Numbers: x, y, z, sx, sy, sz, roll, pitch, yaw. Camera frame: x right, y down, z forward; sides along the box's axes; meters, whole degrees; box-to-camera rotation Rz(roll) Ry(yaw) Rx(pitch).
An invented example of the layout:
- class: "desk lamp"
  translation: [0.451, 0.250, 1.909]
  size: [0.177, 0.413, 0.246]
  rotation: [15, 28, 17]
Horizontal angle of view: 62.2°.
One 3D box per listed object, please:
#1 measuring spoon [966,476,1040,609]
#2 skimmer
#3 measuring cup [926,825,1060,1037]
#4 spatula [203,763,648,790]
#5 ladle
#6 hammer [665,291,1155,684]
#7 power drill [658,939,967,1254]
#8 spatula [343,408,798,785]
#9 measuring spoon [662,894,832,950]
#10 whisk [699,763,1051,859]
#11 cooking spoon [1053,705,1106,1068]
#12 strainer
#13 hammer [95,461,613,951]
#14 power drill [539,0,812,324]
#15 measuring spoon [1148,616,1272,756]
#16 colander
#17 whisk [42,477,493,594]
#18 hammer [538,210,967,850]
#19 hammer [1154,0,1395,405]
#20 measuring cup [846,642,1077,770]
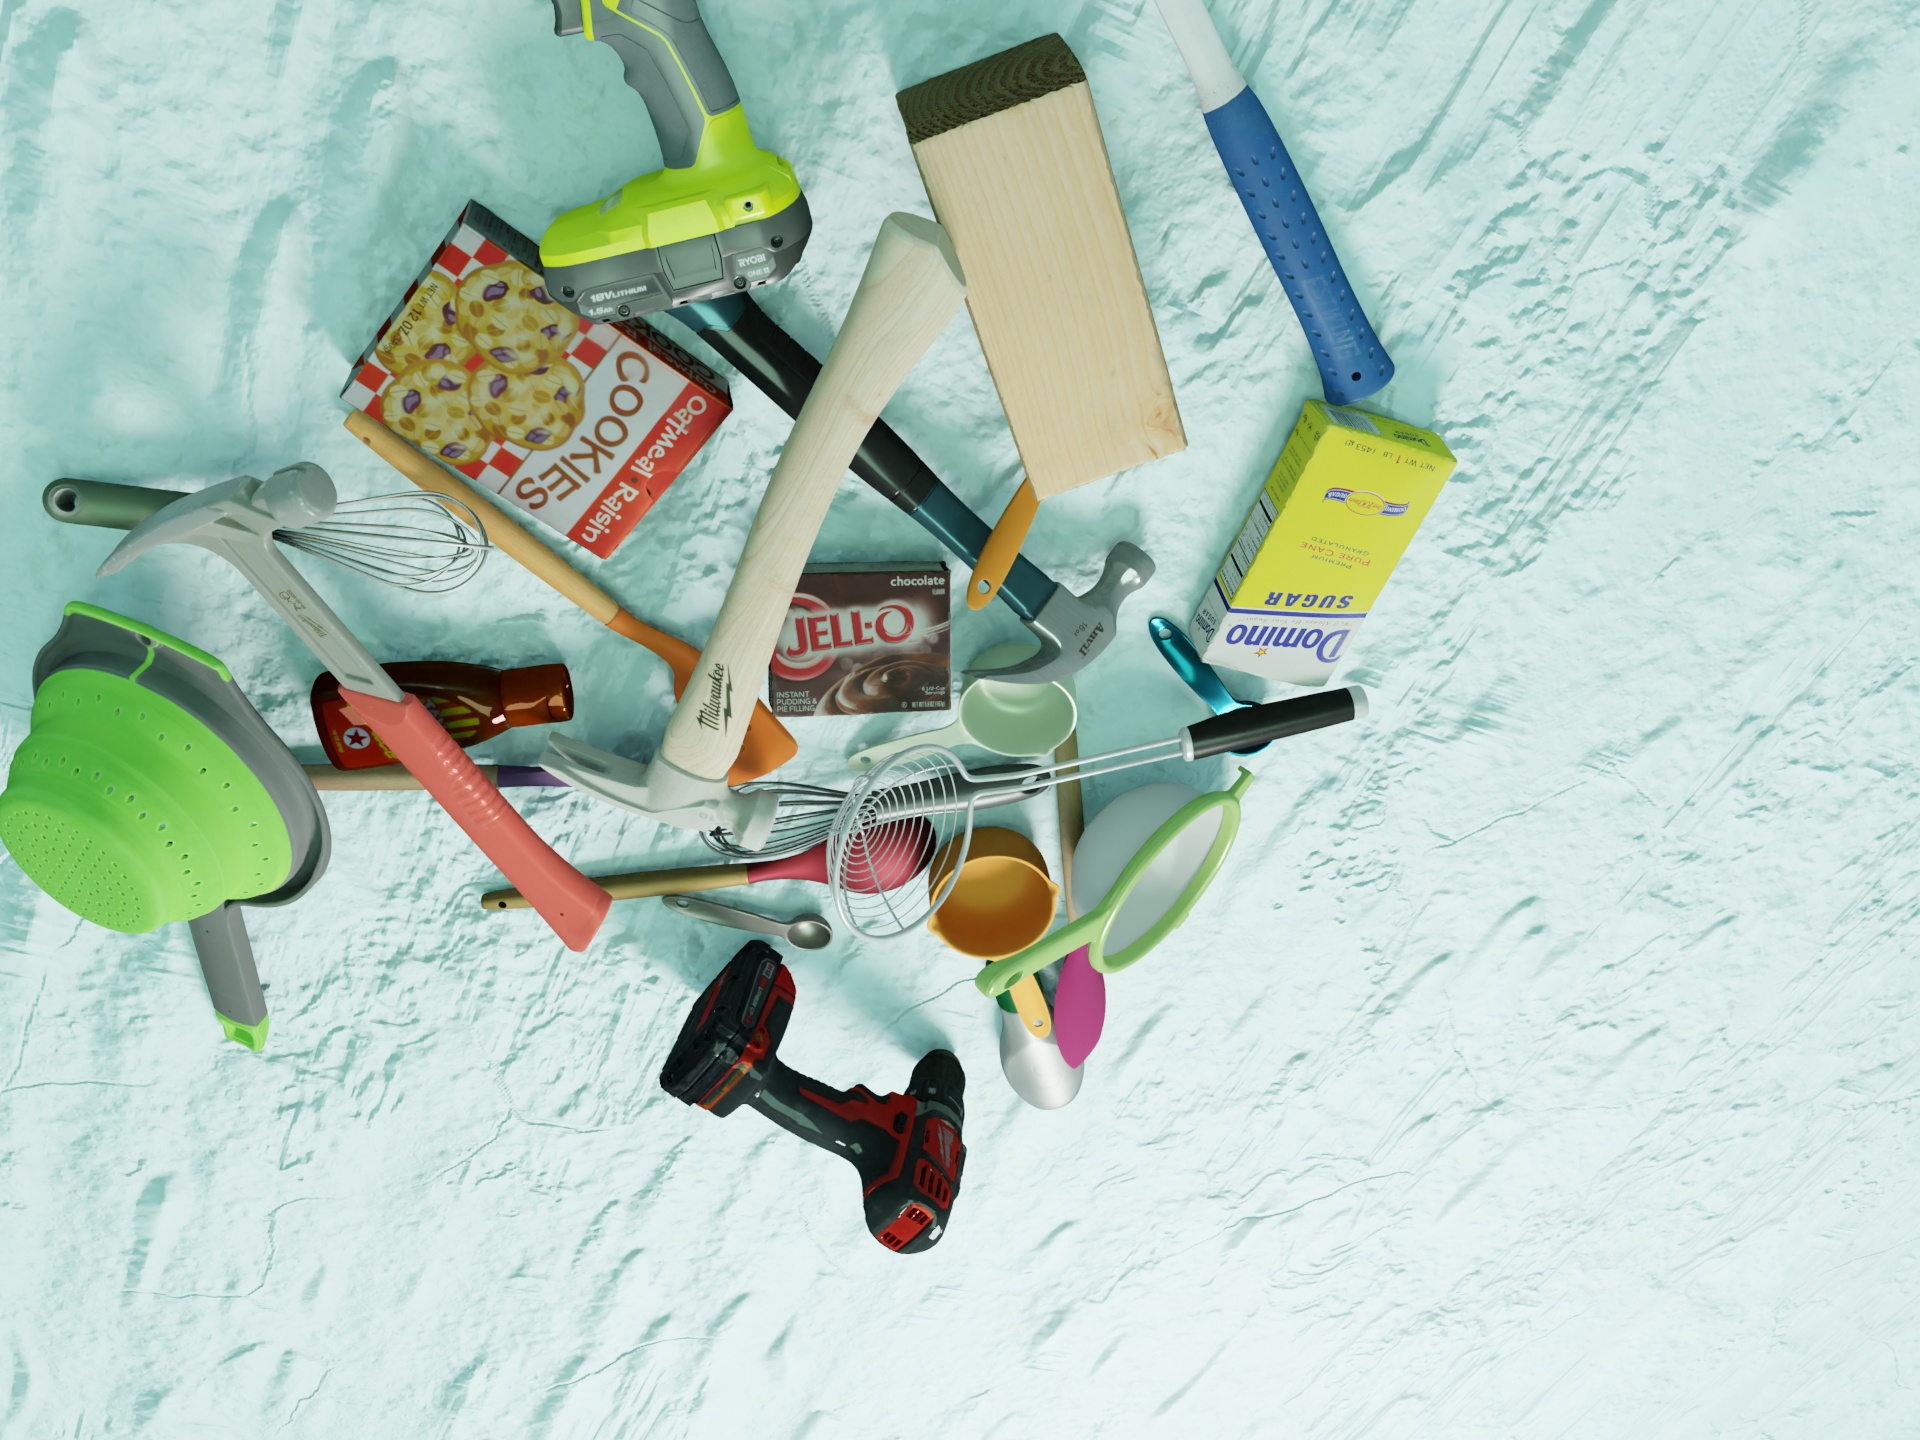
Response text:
- class: "measuring spoon"
  translation: [0.034, -0.116, 0.922]
  size: [0.021, 0.011, 0.117]
  rotation: [30, 84, -26]
- class: "skimmer"
  translation: [0.092, 0.045, 0.994]
  size: [0.363, 0.090, 0.127]
  rotation: [-13, 123, -5]
- class: "measuring cup"
  translation: [0.033, 0.151, 1.134]
  size: [0.095, 0.052, 0.173]
  rotation: [-18, 121, 4]
- class: "spatula"
  translation: [-0.322, 0.036, 1.018]
  size: [0.316, 0.018, 0.059]
  rotation: [0, 169, -5]
- class: "ladle"
  translation: [-0.172, 0.107, 1.098]
  size: [0.315, 0.031, 0.069]
  rotation: [-6, 121, -2]
- class: "hammer"
  translation: [-0.031, -0.139, 0.912]
  size: [0.330, 0.033, 0.128]
  rotation: [40, 81, -25]
- class: "power drill"
  translation: [-0.088, 0.260, 1.153]
  size: [0.226, 0.188, 0.080]
  rotation: [38, 114, -9]
- class: "spatula"
  translation: [-0.229, -0.071, 0.947]
  size: [0.081, 0.041, 0.322]
  rotation: [-24, 128, 40]
- class: "measuring spoon"
  translation: [-0.151, 0.137, 1.133]
  size: [0.124, 0.018, 0.034]
  rotation: [15, 132, -11]
- class: "whisk"
  translation: [-0.056, 0.054, 1.063]
  size: [0.239, 0.055, 0.055]
  rotation: [-9, 127, -6]
- class: "cooking spoon"
  translation: [0.083, 0.126, 1.138]
  size: [0.017, 0.069, 0.318]
  rotation: [17, 129, 33]
- class: "strainer"
  translation: [0.084, 0.110, 1.054]
  size: [0.256, 0.069, 0.151]
  rotation: [-23, 142, -42]
- class: "hammer"
  translation: [-0.326, 0.013, 0.932]
  size: [0.149, 0.037, 0.358]
  rotation: [-15, 127, 22]
- class: "power drill"
  translation: [-0.176, -0.315, 0.755]
  size: [0.190, 0.080, 0.228]
  rotation: [-13, 124, 1]
- class: "measuring spoon"
  translation: [0.165, -0.027, 1.058]
  size: [0.042, 0.021, 0.128]
  rotation: [-34, 115, 21]
- class: "colander"
  translation: [-0.492, 0.112, 0.976]
  size: [0.204, 0.094, 0.396]
  rotation: [21, 135, 9]
- class: "whisk"
  translation: [-0.384, -0.109, 0.885]
  size: [0.246, 0.059, 0.058]
  rotation: [7, 94, -2]
- class: "hammer"
  translation: [-0.111, -0.092, 0.871]
  size: [0.146, 0.038, 0.410]
  rotation: [20, 126, -12]
- class: "hammer"
  translation: [0.136, -0.331, 0.814]
  size: [0.144, 0.035, 0.405]
  rotation: [-29, 125, 13]
- class: "measuring cup"
  translation: [-0.002, -0.003, 1.042]
  size: [0.167, 0.038, 0.083]
  rotation: [-18, 130, 24]
